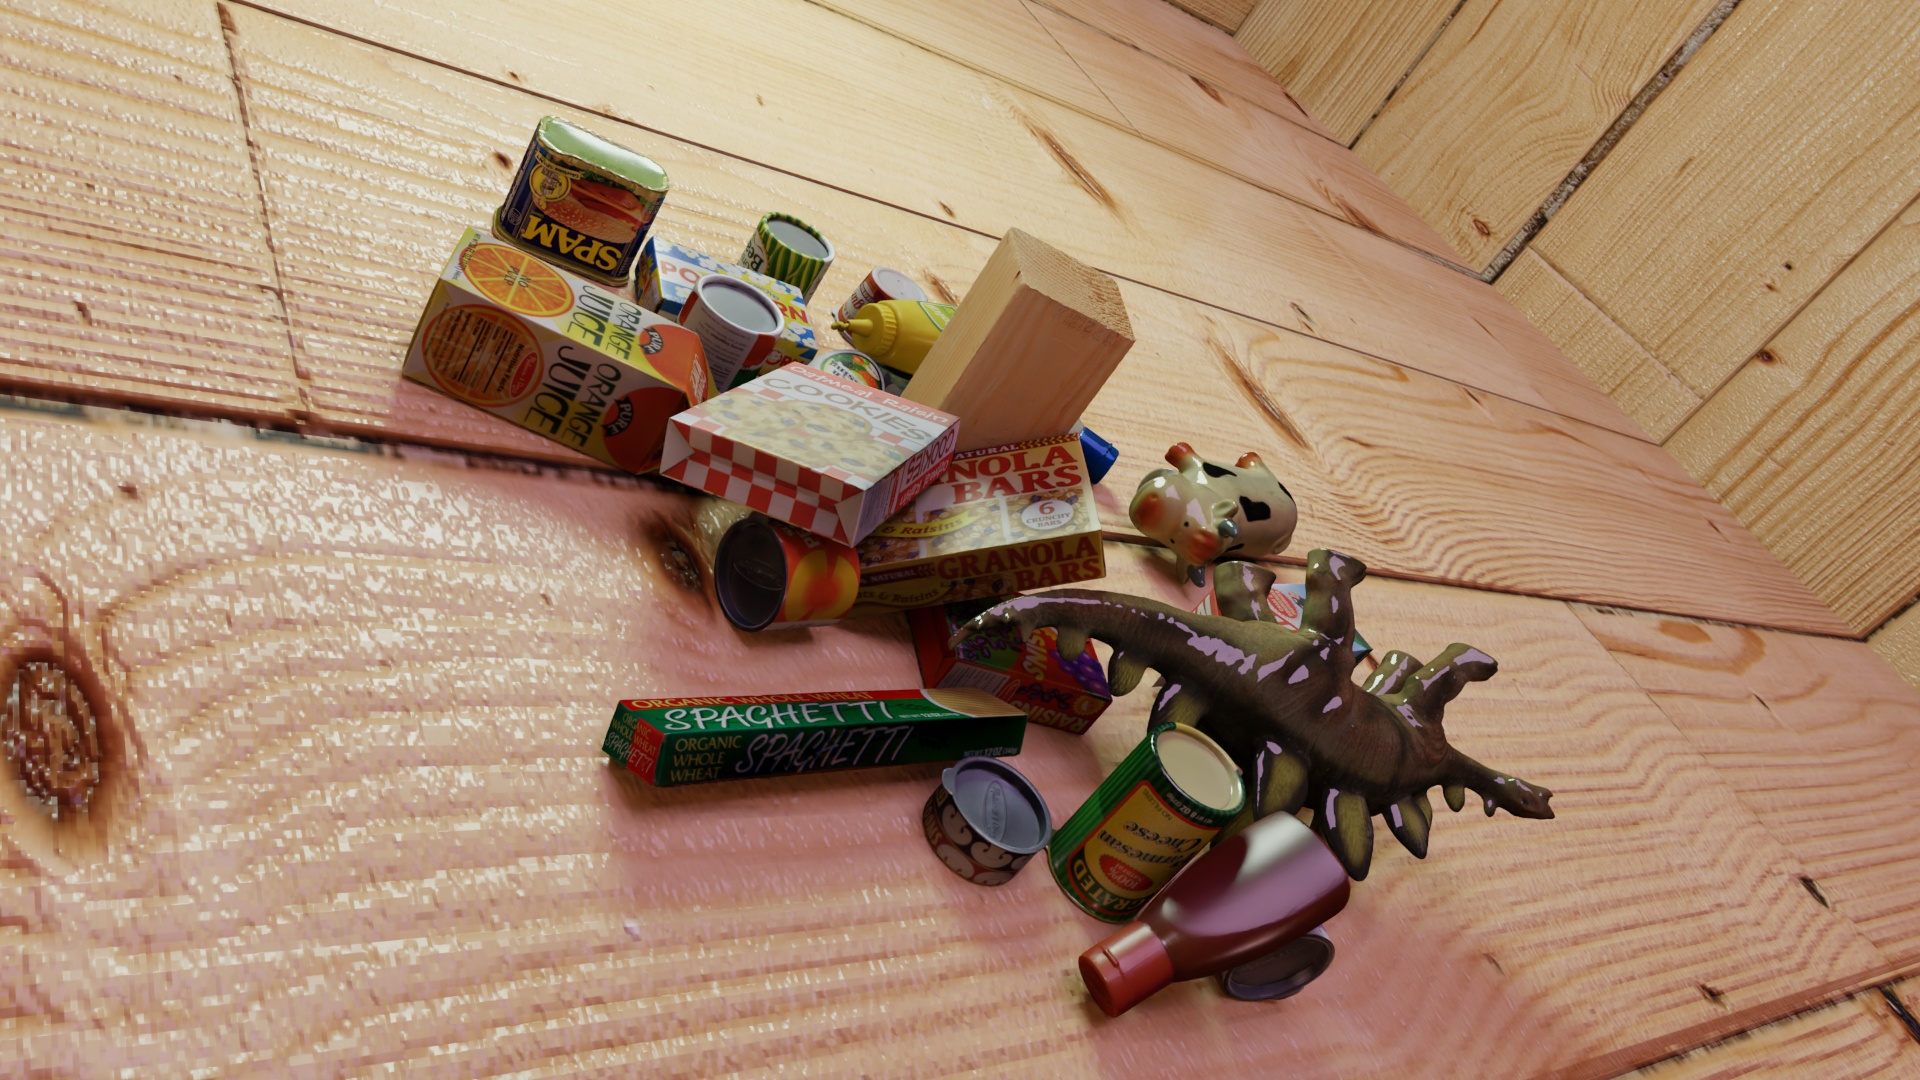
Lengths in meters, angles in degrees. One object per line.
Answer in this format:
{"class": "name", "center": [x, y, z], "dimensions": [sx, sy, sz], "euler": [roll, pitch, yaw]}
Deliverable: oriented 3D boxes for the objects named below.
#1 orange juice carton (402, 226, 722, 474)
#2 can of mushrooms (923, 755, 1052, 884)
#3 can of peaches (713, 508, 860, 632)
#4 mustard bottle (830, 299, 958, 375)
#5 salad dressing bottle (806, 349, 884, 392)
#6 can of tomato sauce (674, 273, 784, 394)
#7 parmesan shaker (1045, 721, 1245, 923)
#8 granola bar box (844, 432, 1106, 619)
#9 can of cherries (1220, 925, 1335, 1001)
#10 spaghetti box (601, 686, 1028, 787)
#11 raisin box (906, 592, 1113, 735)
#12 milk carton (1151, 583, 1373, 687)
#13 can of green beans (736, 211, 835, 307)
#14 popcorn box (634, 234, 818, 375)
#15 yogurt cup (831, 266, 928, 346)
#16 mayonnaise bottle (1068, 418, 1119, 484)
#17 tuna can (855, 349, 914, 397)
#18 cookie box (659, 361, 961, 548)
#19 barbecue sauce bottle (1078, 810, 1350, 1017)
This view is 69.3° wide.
{"class": "orange juice carton", "center": [-0.229, -0.106, 0.852], "dimensions": [0.193, 0.072, 0.072], "euler": [24, 32, -20]}
{"class": "can of mushrooms", "center": [0.013, 0.154, 0.771], "dimensions": [0.071, 0.033, 0.071], "euler": [26, 32, -17]}
{"class": "can of peaches", "center": [-0.100, 0.017, 0.812], "dimensions": [0.058, 0.071, 0.071], "euler": [1, 45, -47]}
{"class": "mustard bottle", "center": [-0.034, -0.157, 1.077], "dimensions": [0.160, 0.048, 0.065], "euler": [2, 42, -44]}
{"class": "salad dressing bottle", "center": [-0.098, -0.089, 0.988], "dimensions": [0.064, 0.044, 0.148], "euler": [45, 31, -11]}
{"class": "can of tomato sauce", "center": [-0.165, -0.129, 0.938], "dimensions": [0.071, 0.082, 0.071], "euler": [26, 32, -17]}
{"class": "parmesan shaker", "center": [0.103, 0.158, 0.787], "dimensions": [0.071, 0.102, 0.072], "euler": [26, 31, -17]}
{"class": "granola bar box", "center": [0.003, -0.011, 0.890], "dimensions": [0.165, 0.039, 0.125], "euler": [-9, 33, 2]}
{"class": "can of cherries", "center": [0.175, 0.226, 0.808], "dimensions": [0.071, 0.071, 0.059], "euler": [17, 34, -29]}
{"class": "spaghetti box", "center": [-0.067, 0.103, 0.747], "dimensions": [0.250, 0.028, 0.050], "euler": [4, 12, -43]}
{"class": "raisin box", "center": [0.031, 0.071, 0.902], "dimensions": [0.123, 0.040, 0.086], "euler": [19, 33, -28]}
{"class": "milk carton", "center": [0.221, 0.082, 1.046], "dimensions": [0.191, 0.072, 0.073], "euler": [0, 46, -45]}
{"class": "can of green beans", "center": [-0.143, -0.222, 1.117], "dimensions": [0.071, 0.057, 0.071], "euler": [26, 31, -17]}
{"class": "popcorn box", "center": [-0.175, -0.170, 1.031], "dimensions": [0.127, 0.038, 0.085], "euler": [16, 35, -31]}
{"class": "yogurt cup", "center": [-0.063, -0.191, 1.159], "dimensions": [0.072, 0.053, 0.073], "euler": [27, 31, -18]}
{"class": "mayonnaise bottle", "center": [0.065, -0.104, 1.182], "dimensions": [0.148, 0.041, 0.065], "euler": [35, 31, -3]}
{"class": "tuna can", "center": [-0.055, -0.131, 1.104], "dimensions": [0.071, 0.032, 0.071], "euler": [26, 31, -17]}
{"class": "cookie box", "center": [-0.085, -0.057, 0.843], "dimensions": [0.123, 0.040, 0.168], "euler": [20, 23, 12]}
{"class": "barbecue sauce bottle", "center": [0.134, 0.204, 0.749], "dimensions": [0.149, 0.043, 0.065], "euler": [-24, 43, -20]}
